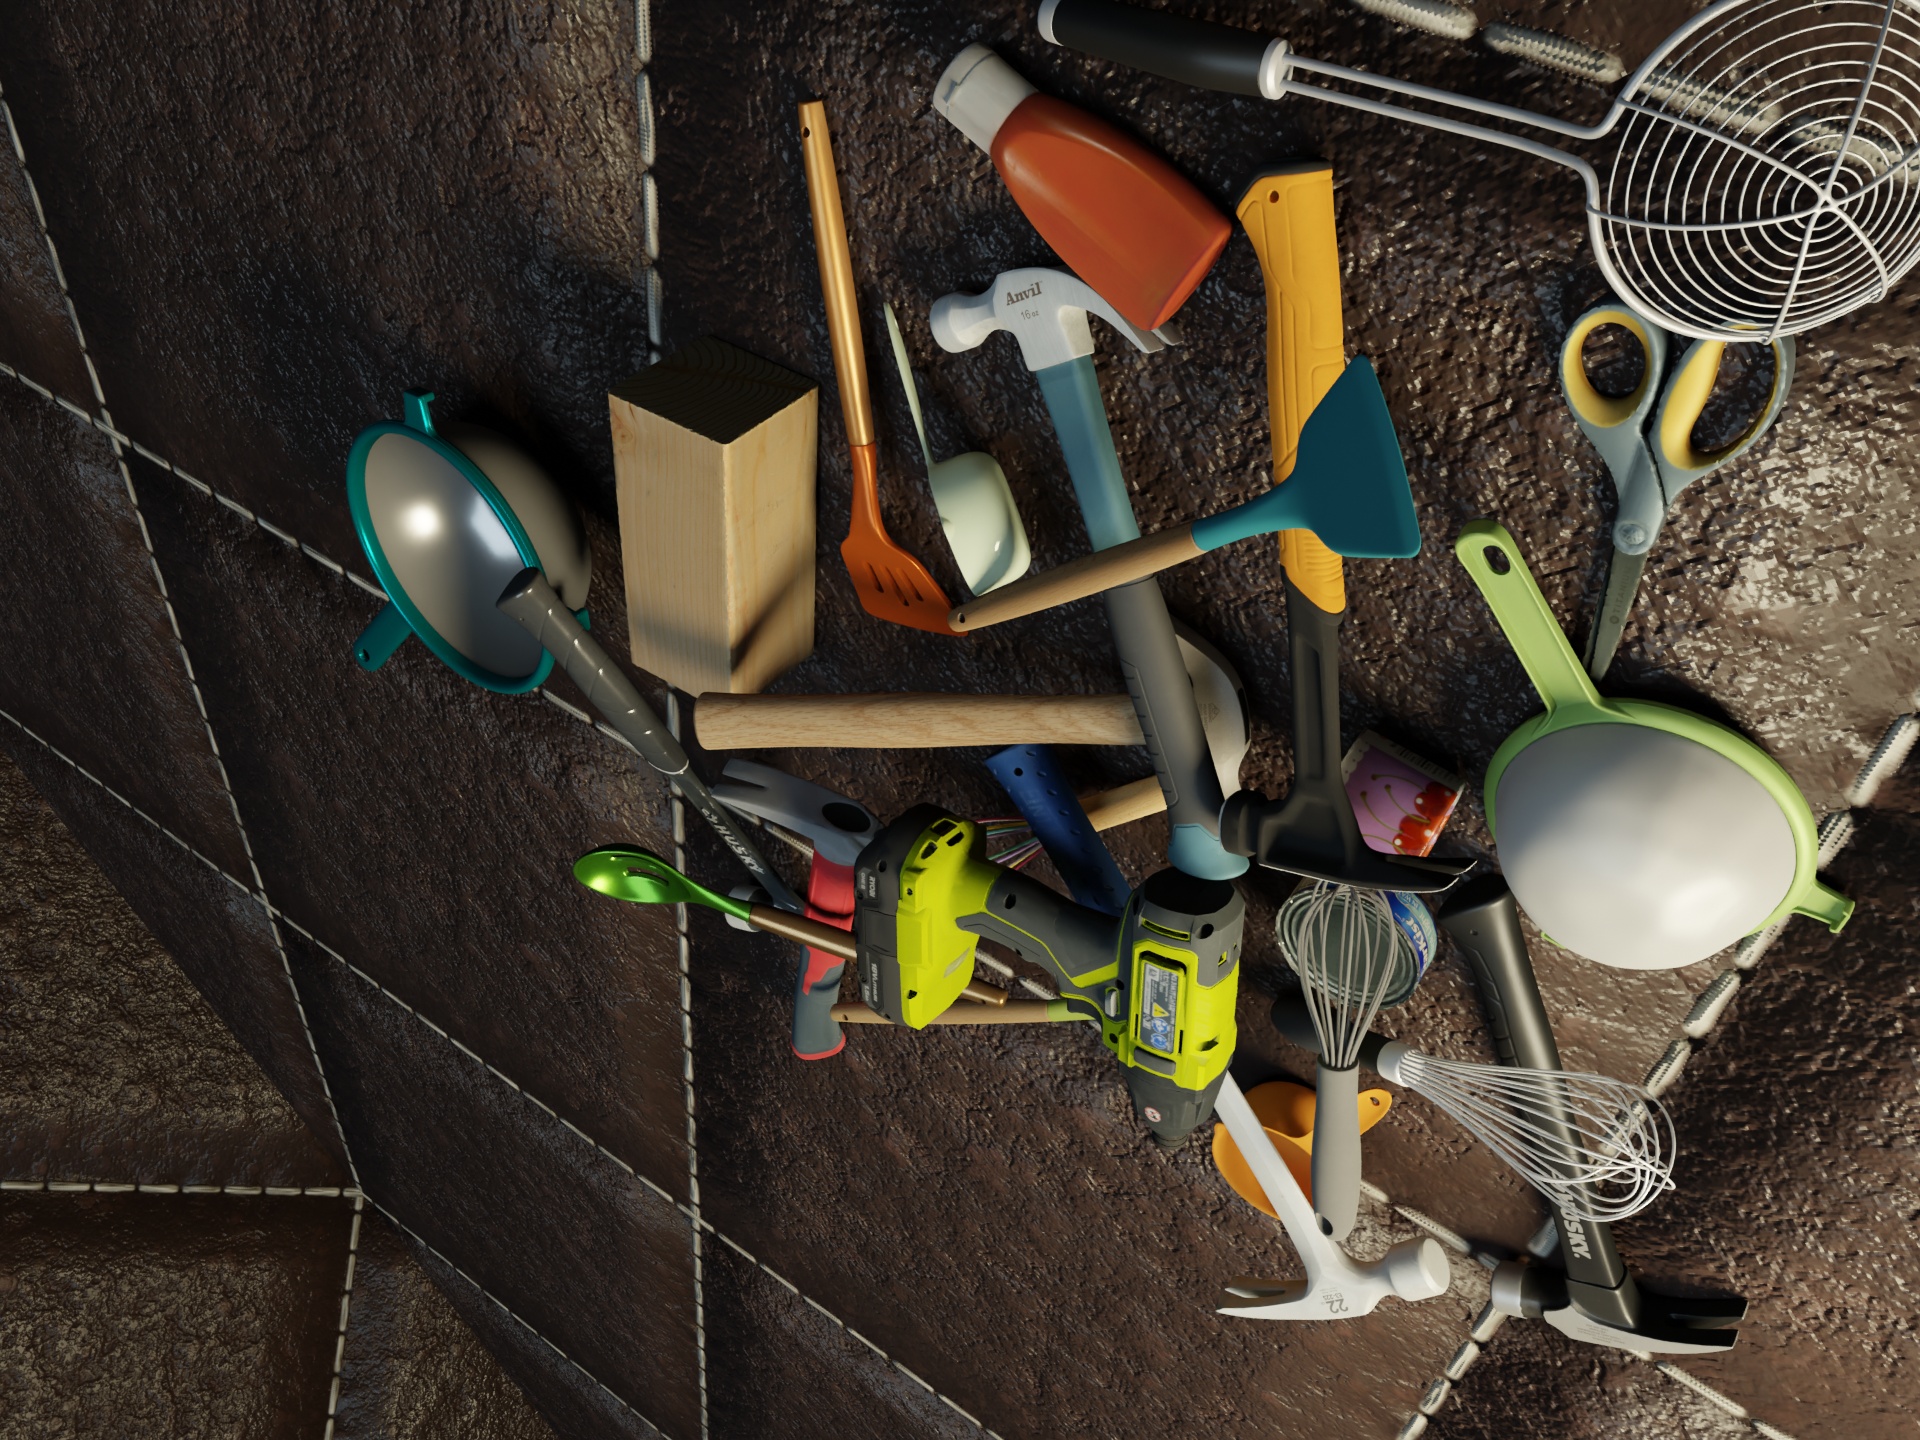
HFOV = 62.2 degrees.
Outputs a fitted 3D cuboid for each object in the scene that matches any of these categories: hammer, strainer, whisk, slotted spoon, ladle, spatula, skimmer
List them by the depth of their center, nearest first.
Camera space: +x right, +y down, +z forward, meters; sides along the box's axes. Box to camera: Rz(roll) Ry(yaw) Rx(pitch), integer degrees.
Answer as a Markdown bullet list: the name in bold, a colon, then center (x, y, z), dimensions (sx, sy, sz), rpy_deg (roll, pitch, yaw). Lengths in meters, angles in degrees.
- **skimmer**: center (0.191, -0.247, 0.626), dimensions (0.364, 0.090, 0.127), rpy_deg (31, 134, 34)
- **strainer**: center (0.283, 0.027, 0.726), dimensions (0.151, 0.069, 0.256), rpy_deg (-13, 120, 47)
- **hammer**: center (0.166, -0.082, 0.726), dimensions (0.127, 0.034, 0.336), rpy_deg (10, 116, 42)
- **spatula**: center (0.087, -0.081, 0.750), dimensions (0.317, 0.044, 0.082), rpy_deg (-16, 89, 50)
- **hammer**: center (0.085, -0.072, 0.819), dimensions (0.128, 0.033, 0.331), rpy_deg (-7, 106, 43)
- **whisk**: center (0.263, 0.198, 0.868), dimensions (0.285, 0.070, 0.070), rpy_deg (13, 134, 61)
- **whisk**: center (0.211, 0.189, 0.875), dimensions (0.055, 0.055, 0.238), rpy_deg (12, 117, 34)
- **hammer**: center (0.337, 0.227, 0.894), dimensions (0.146, 0.035, 0.334), rpy_deg (-1, 121, 43)
- **spatula**: center (-0.054, -0.185, 0.904), dimensions (0.081, 0.041, 0.322), rpy_deg (15, 127, 32)
- **hammer**: center (-0.001, -0.003, 0.913), dimensions (0.331, 0.031, 0.130), rpy_deg (0, 103, 19)
- **hammer**: center (0.131, 0.188, 0.959), dimensions (0.144, 0.035, 0.405), rpy_deg (-29, 94, 33)
- **whisk**: center (0.057, 0.070, 1.006), dimensions (0.245, 0.051, 0.047), rpy_deg (-23, 94, 43)
- **slotted spoon**: center (-0.117, 0.139, 1.081), dimensions (0.314, 0.031, 0.070), rpy_deg (17, 146, 12)
- **ladle**: center (0.034, 0.205, 1.085), dimensions (0.320, 0.062, 0.078), rpy_deg (-7, 112, 33)
- **hammer**: center (-0.192, 0.040, 1.115), dimensions (0.149, 0.036, 0.408), rpy_deg (6, 145, 34)
- **hammer**: center (-0.114, 0.157, 1.160), dimensions (0.143, 0.038, 0.386), rpy_deg (22, 147, 5)
- **strainer**: center (-0.370, -0.114, 1.189), dimensions (0.211, 0.095, 0.340), rpy_deg (56, 142, -7)

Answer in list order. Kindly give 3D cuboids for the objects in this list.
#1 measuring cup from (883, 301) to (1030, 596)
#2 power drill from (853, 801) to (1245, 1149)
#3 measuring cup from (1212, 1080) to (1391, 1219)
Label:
- **measuring cup**: center (-0.001, -0.152, 0.866), dimensions (0.038, 0.083, 0.167), rpy_deg (-17, 93, 8)
- **power drill**: center (0.051, 0.145, 0.917), dimensions (0.223, 0.080, 0.171), rpy_deg (17, 121, 30)
- **measuring cup**: center (0.228, 0.253, 0.999), dimensions (0.095, 0.052, 0.173), rpy_deg (40, 139, 7)
